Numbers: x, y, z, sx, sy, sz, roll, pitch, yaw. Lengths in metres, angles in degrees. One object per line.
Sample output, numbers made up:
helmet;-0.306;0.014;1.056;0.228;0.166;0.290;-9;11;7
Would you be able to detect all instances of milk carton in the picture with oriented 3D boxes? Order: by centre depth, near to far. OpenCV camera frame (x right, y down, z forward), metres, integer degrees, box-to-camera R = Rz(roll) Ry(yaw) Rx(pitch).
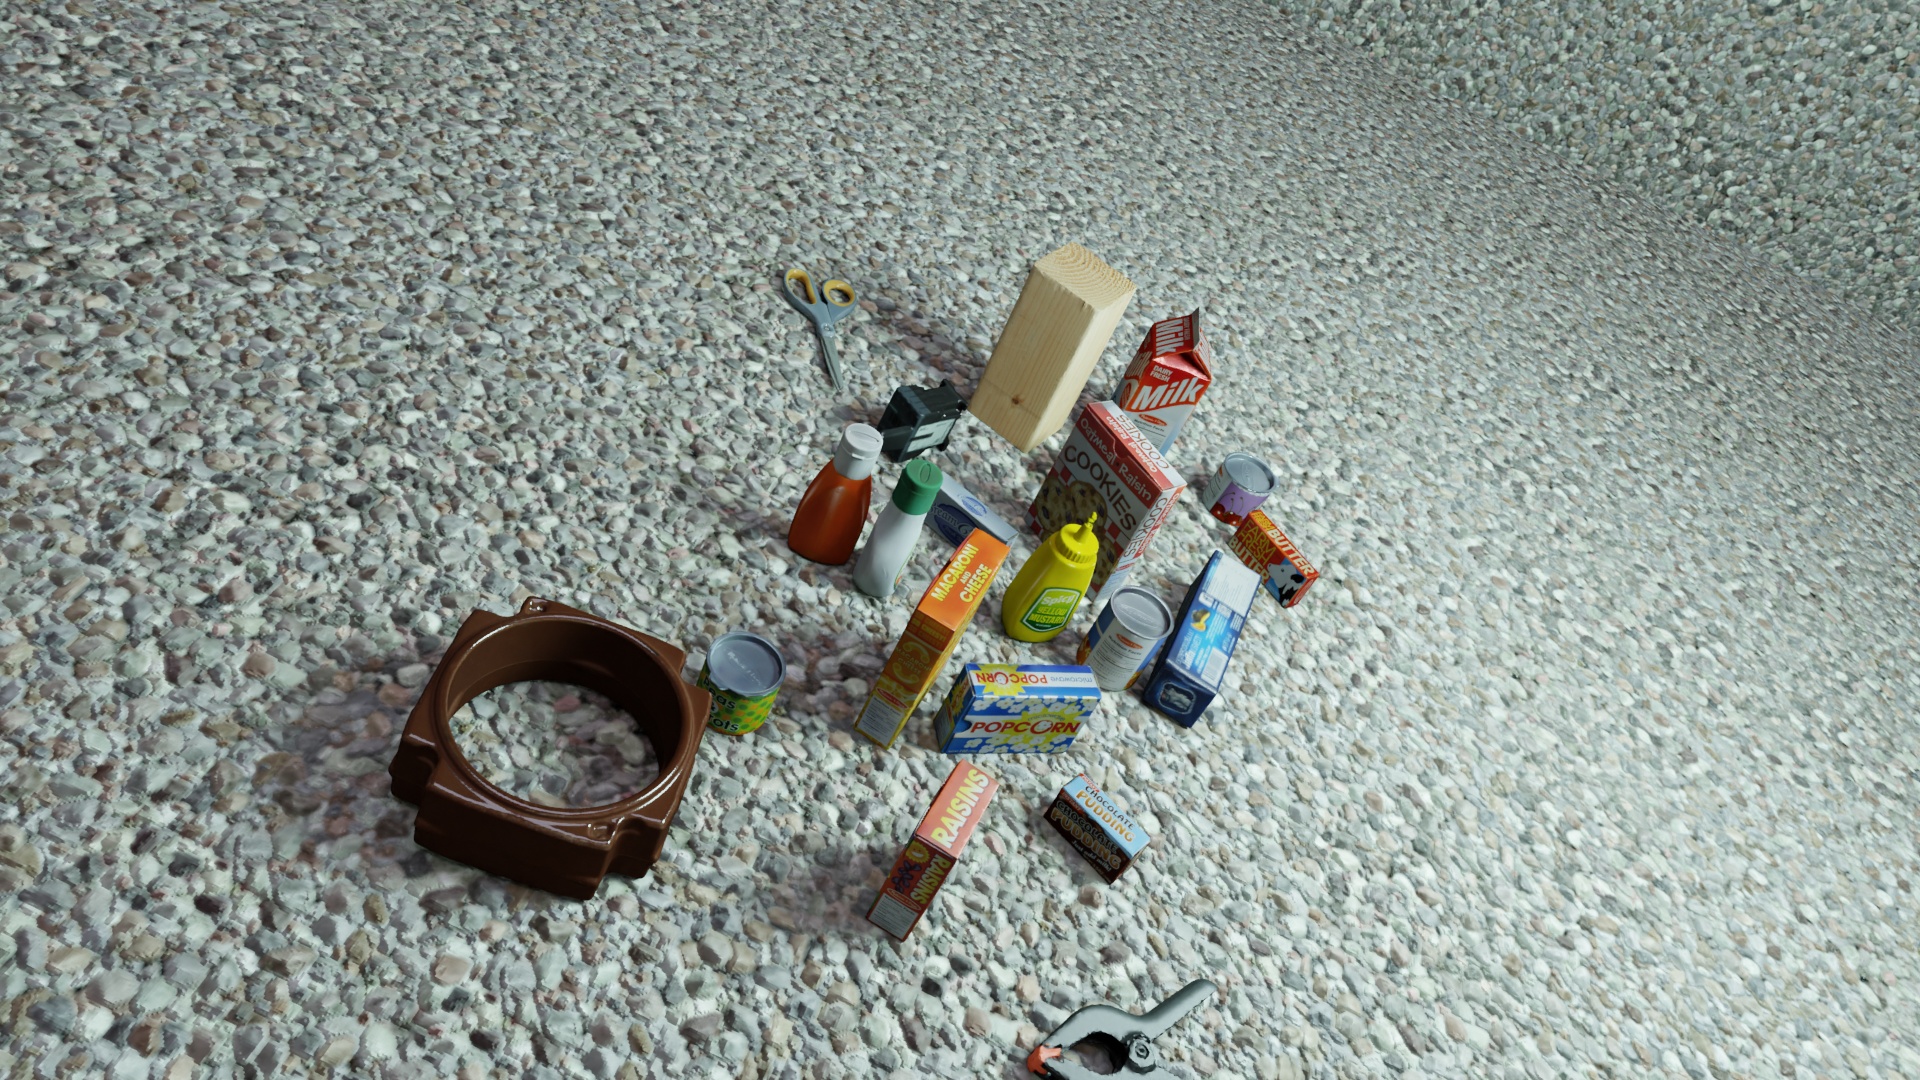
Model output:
milk carton;0.224;-0.171;1.558;0.073;0.189;0.073;19;42;-10

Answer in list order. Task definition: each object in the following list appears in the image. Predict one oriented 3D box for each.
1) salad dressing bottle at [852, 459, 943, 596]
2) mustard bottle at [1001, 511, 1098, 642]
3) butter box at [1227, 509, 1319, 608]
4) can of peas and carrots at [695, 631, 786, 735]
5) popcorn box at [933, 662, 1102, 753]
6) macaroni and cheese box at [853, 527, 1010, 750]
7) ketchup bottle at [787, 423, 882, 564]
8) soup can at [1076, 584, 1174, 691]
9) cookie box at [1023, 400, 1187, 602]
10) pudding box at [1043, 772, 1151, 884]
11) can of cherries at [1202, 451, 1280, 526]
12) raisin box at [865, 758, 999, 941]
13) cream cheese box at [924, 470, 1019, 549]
salad dressing bottle;-0.057;-0.011;1.279;0.044;0.146;0.064;21;41;-7
mustard bottle;0.091;0.031;1.303;0.065;0.159;0.049;6;45;-23
butter box;0.343;0.020;1.529;0.024;0.052;0.104;-14;56;-37
can of peas and carrots;-0.185;0.120;1.146;0.071;0.058;0.071;15;43;-14
popcorn box;0.050;0.148;1.219;0.127;0.084;0.038;4;46;-25
macaroni and cheese box;-0.026;0.084;1.184;0.040;0.165;0.124;31;41;5
ketchup bottle;-0.111;-0.042;1.282;0.065;0.148;0.044;19;42;-10
soup can;0.158;0.093;1.334;0.071;0.083;0.072;15;43;-14
cookie box;0.142;-0.039;1.396;0.040;0.166;0.123;-16;57;-38
pudding box;0.116;0.244;1.182;0.084;0.049;0.030;44;44;18
can of cherries;0.321;-0.057;1.592;0.071;0.058;0.072;15;43;-14
raisin box;-0.022;0.237;1.062;0.040;0.122;0.086;32;41;5
cream cheese box;0.005;-0.017;1.389;0.104;0.053;0.024;40;43;14
